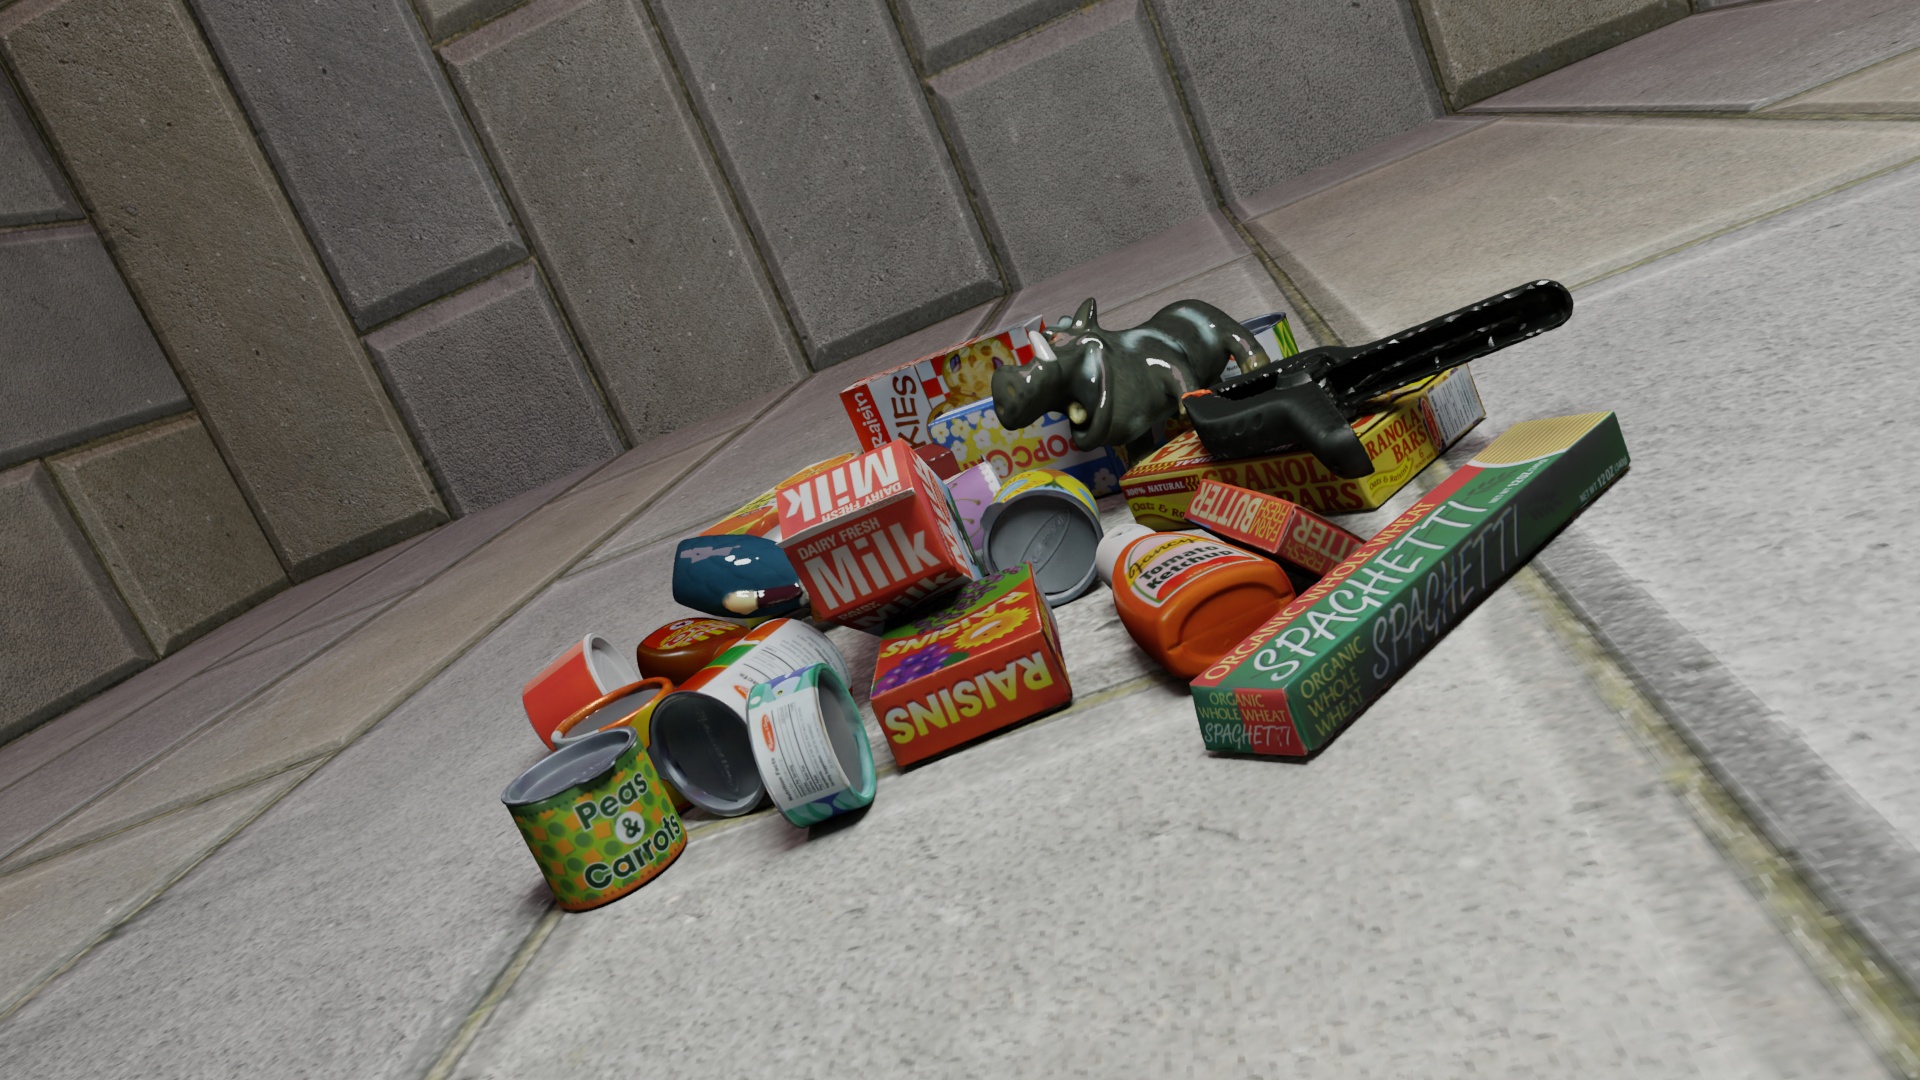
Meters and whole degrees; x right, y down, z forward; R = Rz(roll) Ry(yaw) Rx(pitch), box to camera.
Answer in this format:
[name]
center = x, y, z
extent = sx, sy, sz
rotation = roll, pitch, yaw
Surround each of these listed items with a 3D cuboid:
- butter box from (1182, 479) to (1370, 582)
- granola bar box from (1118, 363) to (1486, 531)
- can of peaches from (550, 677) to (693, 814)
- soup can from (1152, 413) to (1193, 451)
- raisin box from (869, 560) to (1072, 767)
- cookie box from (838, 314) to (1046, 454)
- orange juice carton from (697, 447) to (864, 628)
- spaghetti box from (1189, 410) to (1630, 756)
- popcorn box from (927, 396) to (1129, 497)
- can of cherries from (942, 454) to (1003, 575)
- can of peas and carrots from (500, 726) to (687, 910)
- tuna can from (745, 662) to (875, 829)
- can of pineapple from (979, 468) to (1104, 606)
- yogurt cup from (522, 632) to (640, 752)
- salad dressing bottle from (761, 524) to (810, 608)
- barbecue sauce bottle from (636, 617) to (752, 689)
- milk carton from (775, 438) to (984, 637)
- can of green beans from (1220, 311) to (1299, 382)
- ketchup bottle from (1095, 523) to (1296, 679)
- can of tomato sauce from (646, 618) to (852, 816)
[butter box]
center = 0.145, -0.002, 0.630
extent = 0.024, 0.053, 0.103
rotation = -63, 15, 2
[granola bar box]
center = 0.190, -0.053, 0.788
extent = 0.125, 0.039, 0.165
rotation = -33, 16, -35
[can of peaches]
center = -0.165, 0.109, 0.709
extent = 0.071, 0.058, 0.071
rotation = -23, 13, 6
[soup can]
center = 0.131, -0.094, 0.987
extent = 0.083, 0.071, 0.071
rotation = -18, 14, 20
[raisin box]
center = 0.004, 0.057, 0.670
extent = 0.086, 0.040, 0.123
rotation = -22, 12, 5
[cookie box]
center = 0.006, -0.082, 1.031
extent = 0.167, 0.122, 0.040
rotation = -16, 14, 31
[orange juice carton]
center = -0.127, -0.001, 1.048
extent = 0.073, 0.071, 0.194
rotation = -15, 15, 35
[spaghetti box]
center = 0.189, 0.010, 0.560
extent = 0.251, 0.028, 0.050
rotation = -32, 14, -33
[popcorn box]
center = 0.050, -0.064, 0.968
extent = 0.126, 0.085, 0.038
rotation = -16, 13, 31
[can of cherries]
center = 0.003, -0.011, 0.870
extent = 0.058, 0.071, 0.071
rotation = -25, 13, -2
[can of peas and carrots]
center = -0.166, 0.127, 0.637
extent = 0.071, 0.058, 0.071
rotation = -22, 14, 6
[tuna can]
center = -0.063, 0.088, 0.604
extent = 0.033, 0.071, 0.071
rotation = -21, 13, 8
[can of pineapple]
center = 0.045, -0.004, 0.774
extent = 0.071, 0.071, 0.058
rotation = -22, 12, 8
[yogurt cup]
center = -0.232, 0.099, 0.856
extent = 0.054, 0.072, 0.072
rotation = -31, 12, 3
[salad dressing bottle]
center = -0.070, 0.003, 0.972
extent = 0.148, 0.064, 0.044
rotation = -18, 9, -11
[barbecue sauce bottle]
center = -0.147, 0.075, 0.846
extent = 0.065, 0.043, 0.148
rotation = -20, 10, -28
[milk carton]
center = -0.040, 0.001, 0.739
extent = 0.072, 0.073, 0.190
rotation = -23, -11, 6
[can of green beans]
center = 0.210, -0.124, 0.992
extent = 0.071, 0.057, 0.071
rotation = -22, 13, 6
[ketchup bottle]
center = 0.098, 0.022, 0.638
extent = 0.065, 0.043, 0.149
rotation = -23, 12, -5
[can of tomato sauce]
center = -0.102, 0.085, 0.681
extent = 0.071, 0.071, 0.083
rotation = -15, 14, 32
